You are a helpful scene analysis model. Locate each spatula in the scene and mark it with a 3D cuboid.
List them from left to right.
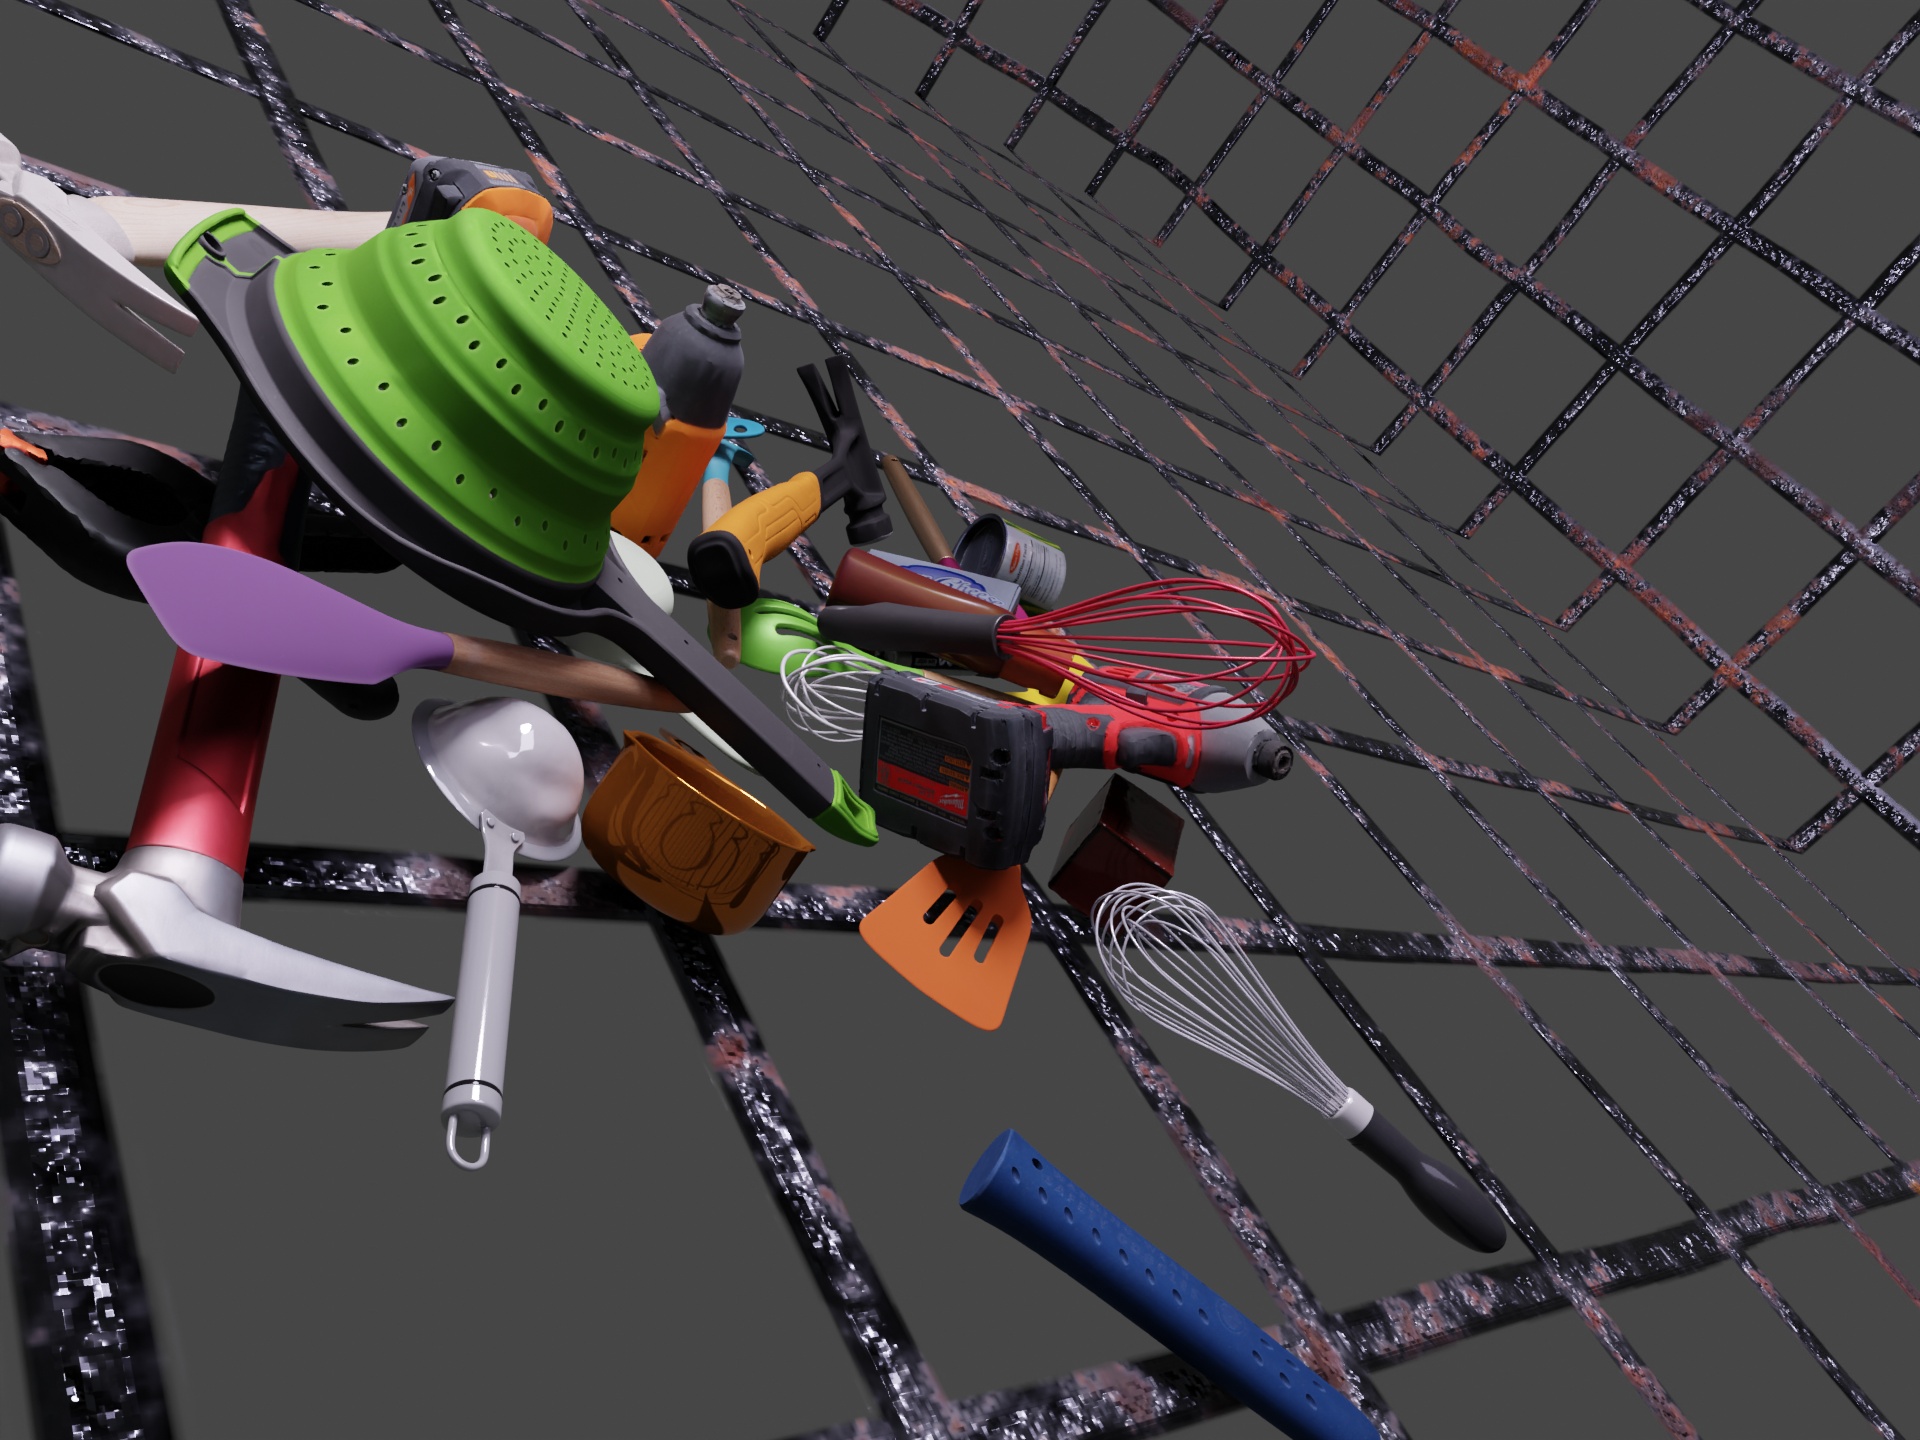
[{"bbox_3d":[-0.189,-0.025,0.626,0.060,0.018,0.315,52,13,18],"label":"spatula"},{"bbox_3d":[-0.146,-0.113,0.930,0.082,0.044,0.318,24,27,-25],"label":"spatula"},{"bbox_3d":[0.026,0.066,0.875,0.081,0.041,0.323,37,20,0],"label":"spatula"}]

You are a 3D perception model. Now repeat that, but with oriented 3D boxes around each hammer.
[{"bbox_3d":[-0.255,-0.053,0.604,0.143,0.038,0.387,27,34,-34],"label":"hammer"},{"bbox_3d":[-0.367,-0.276,0.928,0.146,0.038,0.411,40,24,2],"label":"hammer"},{"bbox_3d":[-0.098,-0.134,0.932,0.337,0.034,0.127,-66,141,-70],"label":"hammer"},{"bbox_3d":[0.172,0.298,0.639,0.405,0.035,0.144,38,24,0],"label":"hammer"}]

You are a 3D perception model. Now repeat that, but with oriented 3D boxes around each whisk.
[{"bbox_3d":[-0.001,-0.003,0.904,0.246,0.057,0.059,11,42,-42],"label":"whisk"},{"bbox_3d":[0.039,-0.040,0.787,0.296,0.073,0.073,7,2,39],"label":"whisk"},{"bbox_3d":[0.179,0.186,0.836,0.284,0.070,0.070,41,24,-4],"label":"whisk"}]

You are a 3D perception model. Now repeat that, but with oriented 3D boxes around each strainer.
[{"bbox_3d":[-0.171,0.060,0.595,0.086,0.050,0.259,39,23,-34],"label":"strainer"}]

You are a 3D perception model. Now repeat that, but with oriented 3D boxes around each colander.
[{"bbox_3d":[-0.142,-0.090,0.697,0.396,0.094,0.205,45,14,-27],"label":"colander"}]

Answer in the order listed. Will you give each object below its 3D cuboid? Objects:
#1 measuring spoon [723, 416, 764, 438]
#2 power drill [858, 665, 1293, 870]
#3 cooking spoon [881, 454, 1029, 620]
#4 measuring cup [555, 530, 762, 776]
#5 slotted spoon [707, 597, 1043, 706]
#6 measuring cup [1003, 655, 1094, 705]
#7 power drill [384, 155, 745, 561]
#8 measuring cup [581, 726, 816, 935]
[{"bbox_3d":[-0.183,-0.170,0.957,0.128,0.021,0.042,-1,46,-16],"label":"measuring spoon"},{"bbox_3d":[0.066,0.015,0.844,0.219,0.078,0.143,-7,18,-41],"label":"power drill"},{"bbox_3d":[-0.016,-0.120,1.121,0.068,0.017,0.319,-1,32,-17],"label":"cooking spoon"},{"bbox_3d":[-0.149,-0.038,0.796,0.168,0.038,0.083,41,24,11],"label":"measuring cup"},{"bbox_3d":[-0.006,-0.018,0.950,0.313,0.031,0.070,17,27,-34],"label":"slotted spoon"},{"bbox_3d":[0.050,-0.022,1.051,0.062,0.029,0.156,45,23,17],"label":"measuring cup"},{"bbox_3d":[-0.214,-0.209,0.863,0.227,0.164,0.084,43,27,17],"label":"power drill"},{"bbox_3d":[-0.125,0.041,0.690,0.095,0.052,0.174,34,-1,-22],"label":"measuring cup"}]
